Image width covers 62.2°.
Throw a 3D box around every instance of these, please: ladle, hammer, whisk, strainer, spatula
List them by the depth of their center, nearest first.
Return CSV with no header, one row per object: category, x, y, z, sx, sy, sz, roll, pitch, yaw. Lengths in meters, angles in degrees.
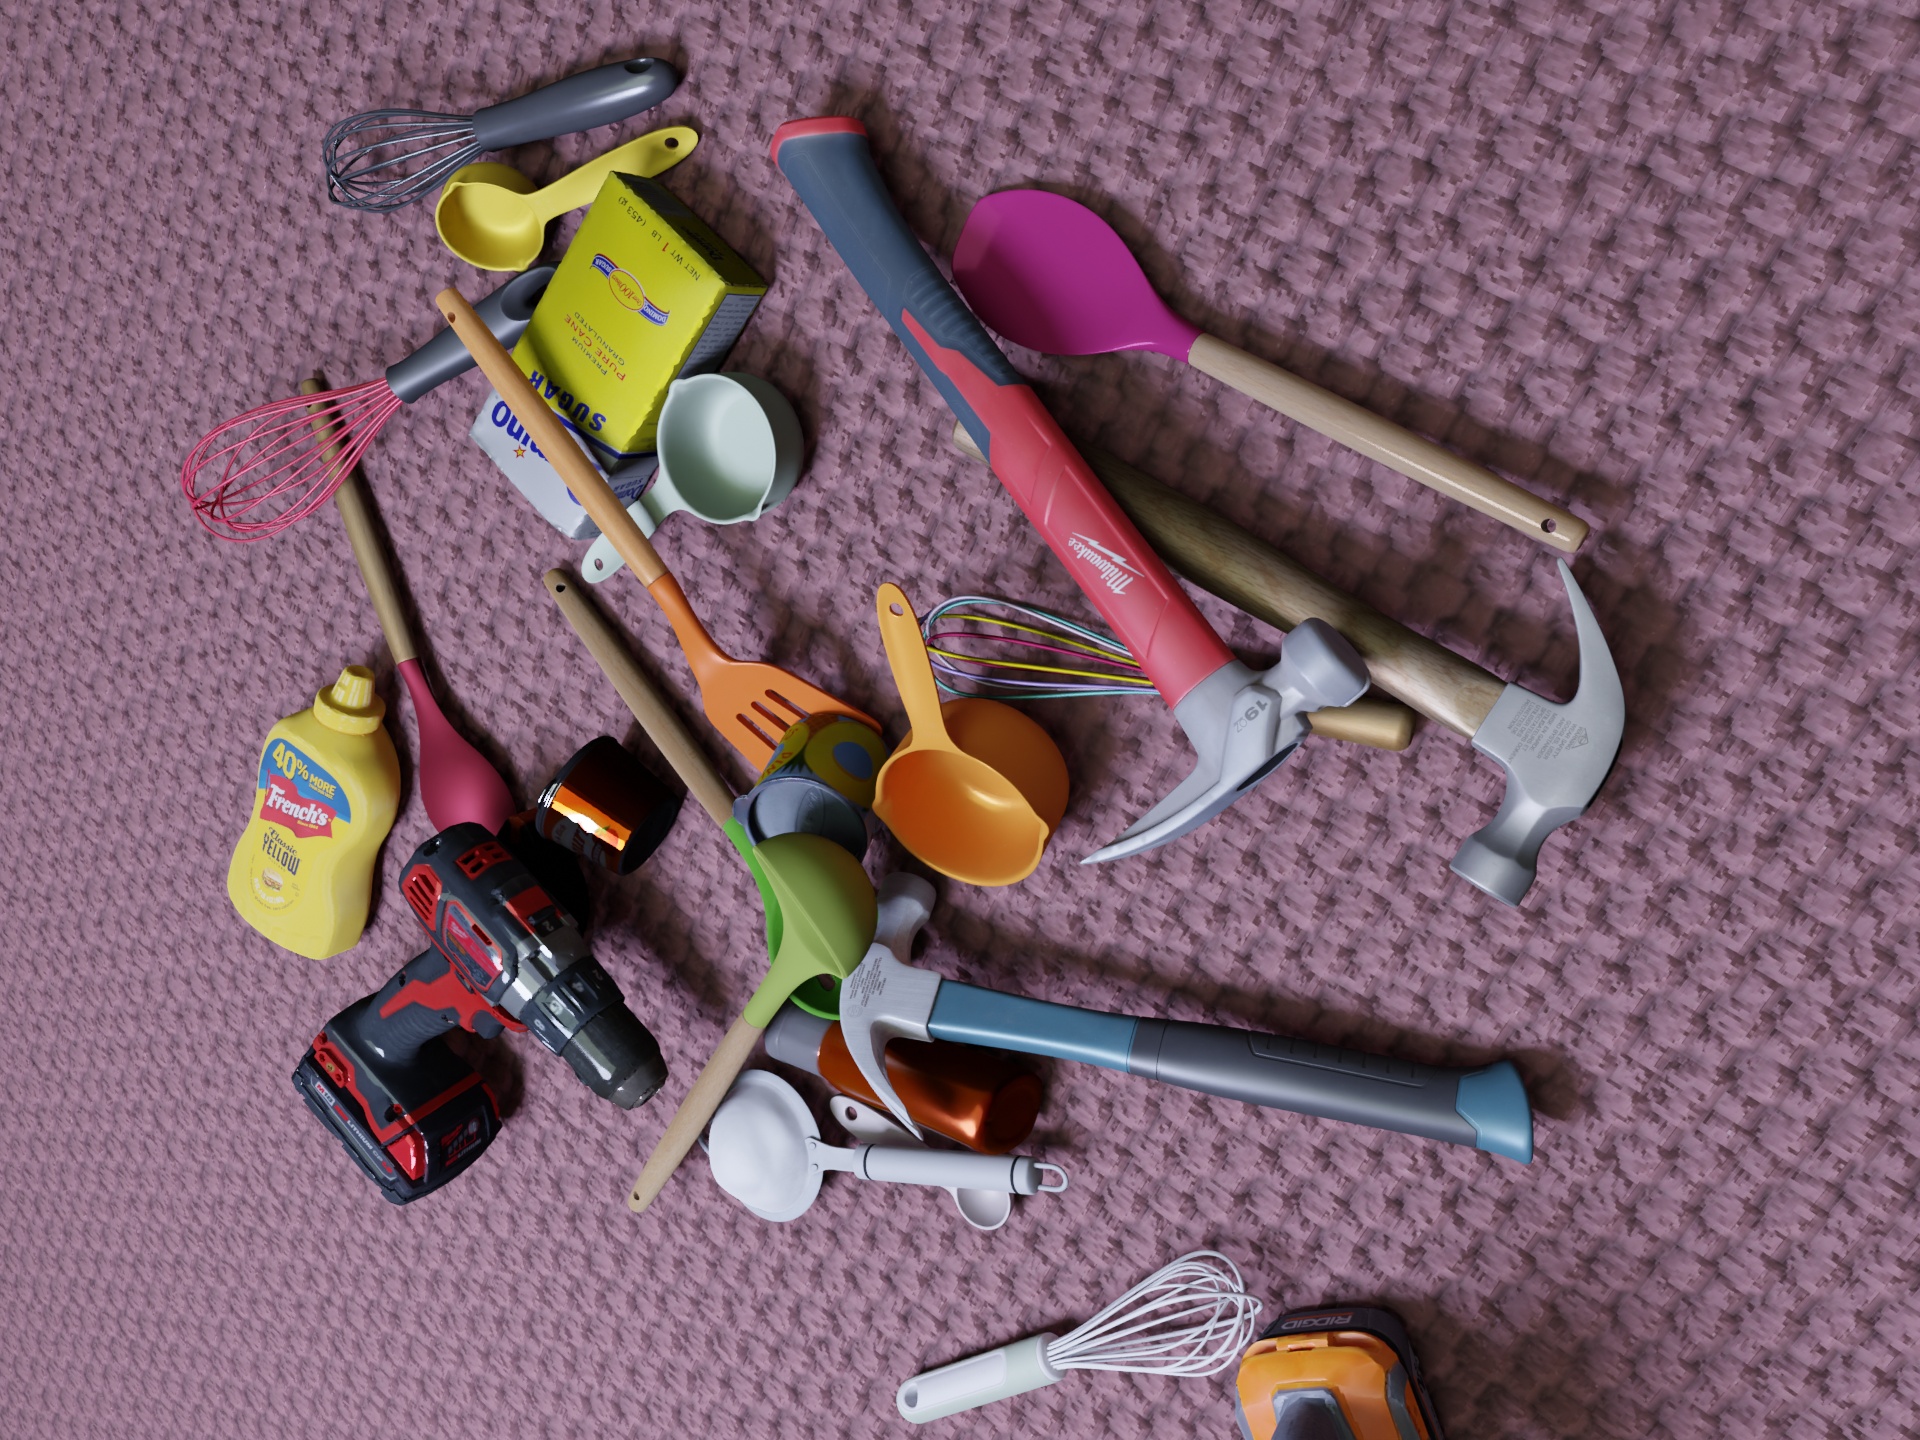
hammer,0.132,-0.064,0.696,0.331,0.031,0.130,35,95,23
hammer,0.012,-0.122,0.719,0.143,0.038,0.387,-43,70,23
whisk,0.085,-0.019,0.736,0.245,0.047,0.051,13,88,21
hammer,0.096,0.154,0.748,0.331,0.128,0.033,7,146,20
whisk,0.053,0.329,0.827,0.246,0.059,0.058,-33,46,34
spatula,-0.167,-0.095,0.831,0.081,0.041,0.322,-37,90,35
ladle,-0.127,0.175,0.838,0.078,0.062,0.320,50,128,24
strainer,-0.058,0.237,0.858,0.258,0.050,0.087,-5,92,31
whisk,-0.253,-0.320,0.859,0.239,0.055,0.055,-5,98,24
whisk,-0.335,-0.183,0.910,0.296,0.073,0.073,-25,88,19
ladle,-0.344,-0.061,0.970,0.069,0.031,0.315,-21,88,30

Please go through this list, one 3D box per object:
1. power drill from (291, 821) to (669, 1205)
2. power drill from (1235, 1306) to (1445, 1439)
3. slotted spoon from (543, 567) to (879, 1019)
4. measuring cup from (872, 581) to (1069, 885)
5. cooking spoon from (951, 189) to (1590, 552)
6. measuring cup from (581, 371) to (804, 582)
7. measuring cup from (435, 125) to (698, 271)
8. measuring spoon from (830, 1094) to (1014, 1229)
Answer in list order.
power drill,-0.277,0.189,0.923,0.188,0.080,0.226,46,122,8
power drill,0.150,0.373,0.677,0.084,0.226,0.164,-19,91,30
slotted spoon,-0.138,0.034,0.875,0.070,0.031,0.314,-38,76,-5
measuring cup,-0.001,-0.002,0.748,0.095,0.052,0.173,4,128,29
cooking spoon,0.125,-0.152,0.695,0.319,0.017,0.068,33,109,23
measuring cup,-0.146,-0.121,0.847,0.167,0.038,0.083,-34,86,36
measuring cup,-0.207,-0.288,0.846,0.156,0.062,0.029,-17,51,17
measuring spoon,-0.020,0.235,0.867,0.124,0.018,0.034,24,107,29
